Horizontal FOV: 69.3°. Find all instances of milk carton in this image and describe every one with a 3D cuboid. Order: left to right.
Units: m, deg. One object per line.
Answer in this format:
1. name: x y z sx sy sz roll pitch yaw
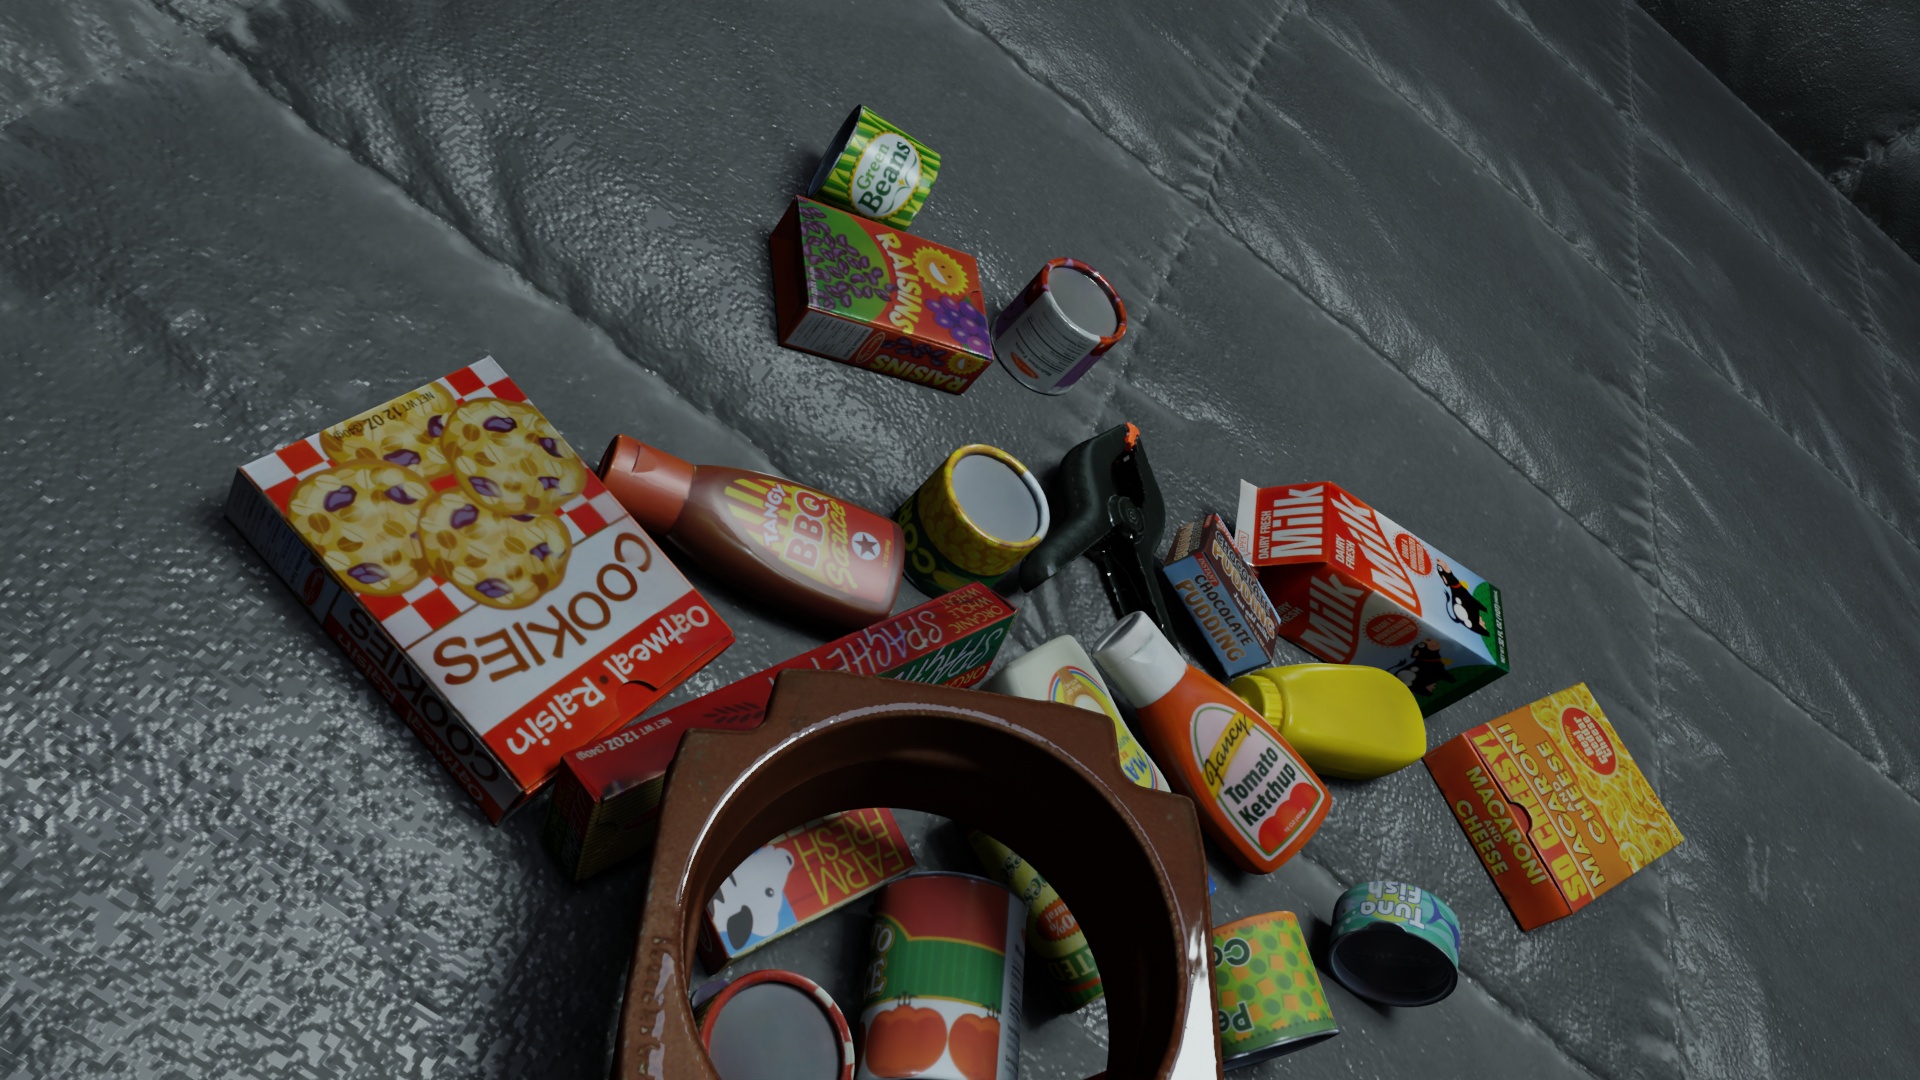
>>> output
1. milk carton: 0.250 0.031 0.881 0.190 0.073 0.073 30 45 -16

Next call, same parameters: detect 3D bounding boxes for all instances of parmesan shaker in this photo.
1. parmesan shaker: 0.047 0.155 0.639 0.071 0.071 0.103 -18 68 -44

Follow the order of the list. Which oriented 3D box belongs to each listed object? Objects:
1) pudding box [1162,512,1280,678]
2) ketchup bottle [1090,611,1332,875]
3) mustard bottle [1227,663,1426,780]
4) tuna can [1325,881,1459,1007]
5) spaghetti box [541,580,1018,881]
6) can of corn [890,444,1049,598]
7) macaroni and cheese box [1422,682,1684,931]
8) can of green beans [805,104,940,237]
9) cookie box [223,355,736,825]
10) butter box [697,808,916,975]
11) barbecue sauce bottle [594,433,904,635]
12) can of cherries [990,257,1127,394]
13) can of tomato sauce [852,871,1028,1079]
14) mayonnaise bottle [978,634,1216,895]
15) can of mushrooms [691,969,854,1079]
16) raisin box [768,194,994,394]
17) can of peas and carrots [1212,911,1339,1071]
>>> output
1. pudding box: 0.154 0.032 0.817 0.083 0.030 0.050 57 31 -15
2. ketchup bottle: 0.129 0.104 0.737 0.065 0.043 0.148 -43 97 -18
3. mustard bottle: 0.200 0.102 0.808 0.160 0.048 0.065 11 55 -30
4. tuna can: 0.228 0.211 0.733 0.071 0.070 0.033 37 42 -9
5. spaghetti box: -0.068 0.075 0.614 0.029 0.050 0.251 41 38 24
6. can of corn: 0.003 -0.009 0.732 0.071 0.058 0.071 21 48 -25
7. macaroni and cheese box: 0.391 0.169 0.910 0.167 0.040 0.124 -9 64 -41
8. can of green beans: -0.053 -0.220 0.841 0.058 0.071 0.071 28 46 -18
9. cookie box: -0.193 0.015 0.576 0.167 0.040 0.123 48 43 2
10. butter box: -0.072 0.137 0.590 0.104 0.024 0.053 -16 70 -43
11. barbecue sauce bottle: -0.100 -0.005 0.661 0.148 0.043 0.065 23 49 -22
12. can of cherries: 0.063 -0.136 0.873 0.071 0.058 0.072 20 49 -25
13. can of tomato sauce: -0.009 0.189 0.571 0.071 0.071 0.083 24 48 -22
14. mayonnaise bottle: 0.072 0.121 0.700 0.065 0.041 0.148 -22 73 -46
15. can of mushrooms: -0.077 0.199 0.533 0.071 0.033 0.071 20 50 -25
16. raisin box: -0.045 -0.142 0.809 0.123 0.040 0.086 13 51 -31
17. can of peas and carrots: 0.137 0.215 0.661 0.071 0.070 0.059 5 56 -35
